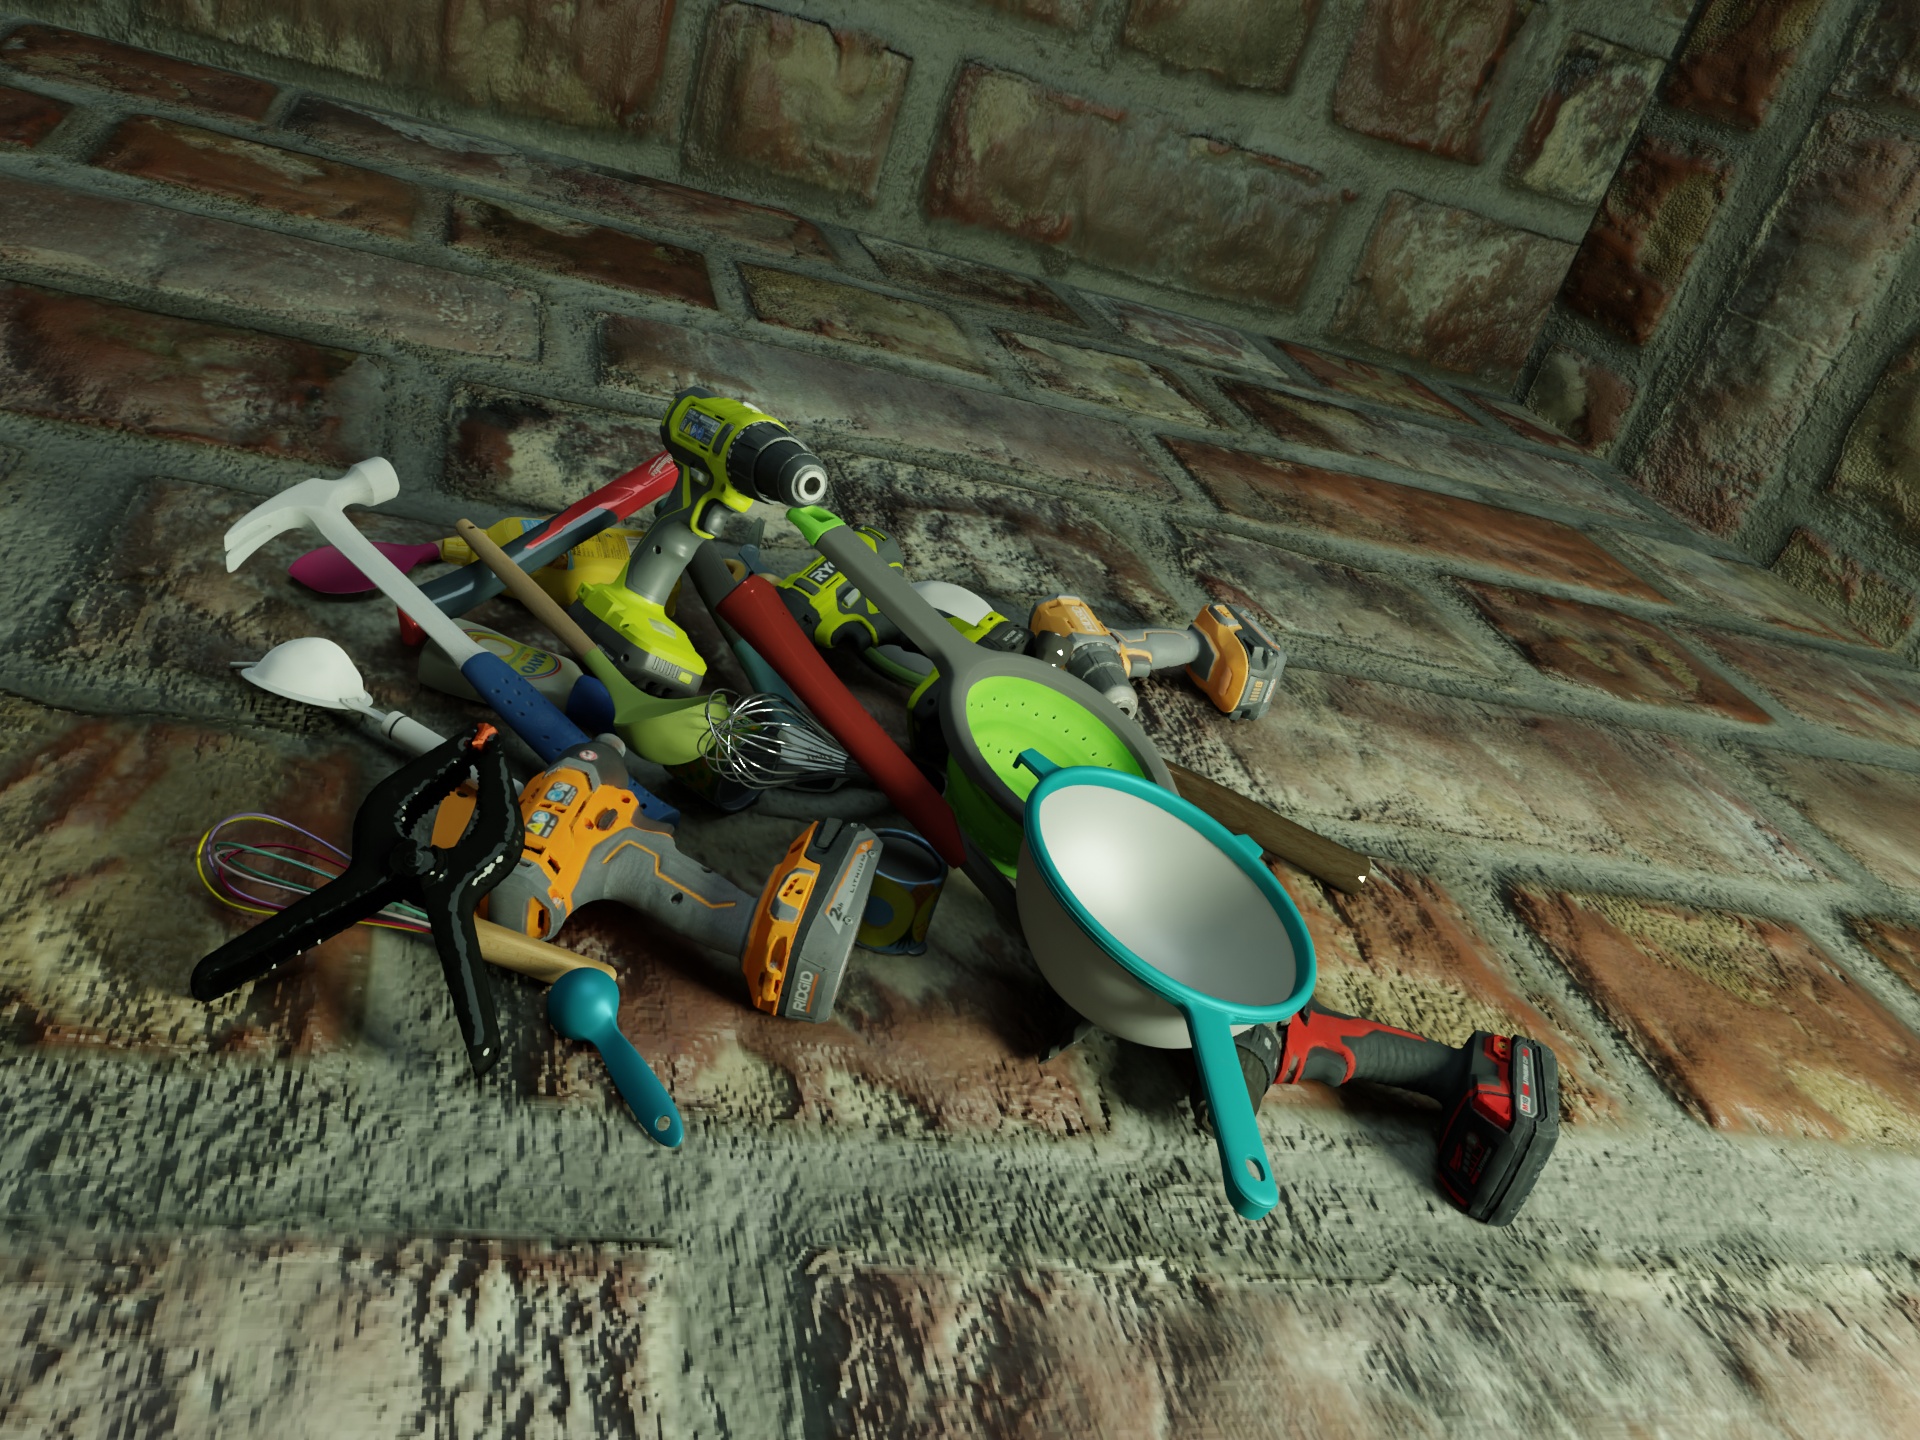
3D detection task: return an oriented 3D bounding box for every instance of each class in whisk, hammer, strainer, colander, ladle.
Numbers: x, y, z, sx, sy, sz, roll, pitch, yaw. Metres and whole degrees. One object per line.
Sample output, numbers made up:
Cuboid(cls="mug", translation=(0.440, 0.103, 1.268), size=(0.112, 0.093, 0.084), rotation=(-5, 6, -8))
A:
Cuboid(cls="whisk", translation=(-0.087, 0.029, 1.126), size=(0.070, 0.070, 0.284), rotation=(36, 9, 31))
Cuboid(cls="hammer", translation=(-0.289, -0.161, 1.297), size=(0.143, 0.038, 0.386), rotation=(31, 48, 20))
Cuboid(cls="strainer", translation=(0.014, -0.060, 1.419), size=(0.151, 0.069, 0.257), rotation=(-8, 36, -43))
Cuboid(cls="hammer", translation=(-0.353, -0.044, 1.120), size=(0.406, 0.035, 0.144), rotation=(40, 48, 19))
Cuboid(cls="whisk", translation=(-0.317, 0.115, 0.913), size=(0.245, 0.051, 0.047), rotation=(21, 50, -6))
Cuboid(cls="strainer", translation=(-0.387, -0.002, 1.076), size=(0.258, 0.050, 0.087), rotation=(28, 11, 14))
Cuboid(cls="strainer", translation=(0.117, 0.170, 0.949), size=(0.211, 0.095, 0.341), rotation=(22, 31, -21))
Cuboid(cls="hammer", translation=(-0.175, -0.069, 1.285), size=(0.128, 0.033, 0.331), rotation=(-2, 45, -35))
Cuboid(cls="colander", translation=(-0.002, -0.004, 1.195), size=(0.397, 0.094, 0.204), rotation=(44, 33, 10))
Cuboid(cls="ladle", translation=(-0.278, -0.070, 1.144), size=(0.078, 0.062, 0.320), rotation=(-20, 49, -40))
Cuboid(cls="hammer", translation=(0.183, 0.058, 1.290), size=(0.331, 0.130, 0.031), rotation=(27, -12, -6))
Cuboid(cls="hammer", translation=(-0.031, 0.055, 1.030), size=(0.359, 0.036, 0.149), rotation=(49, 26, -5))

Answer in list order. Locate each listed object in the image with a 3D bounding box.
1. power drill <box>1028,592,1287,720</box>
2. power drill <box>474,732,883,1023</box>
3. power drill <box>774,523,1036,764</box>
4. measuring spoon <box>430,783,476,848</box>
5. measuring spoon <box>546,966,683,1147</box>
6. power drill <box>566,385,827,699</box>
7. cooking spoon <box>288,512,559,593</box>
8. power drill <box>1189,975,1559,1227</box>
Cuboid(cls="power drill", translation=(0.193, -0.051, 1.515), size=(0.226, 0.084, 0.186), rotation=(3, 31, -20))
Cuboid(cls="power drill", translation=(-0.169, 0.087, 0.986), size=(0.226, 0.084, 0.164), rotation=(17, 39, 1))
Cuboid(cls="power drill", translation=(-0.060, -0.063, 1.339), size=(0.223, 0.080, 0.171), rotation=(32, 58, 27))
Cuboid(cls="measuring spoon", translation=(-0.327, 0.070, 1.019), size=(0.021, 0.011, 0.117), rotation=(14, 23, -13))
Cuboid(cls="measuring spoon", translation=(-0.188, 0.181, 0.866), size=(0.042, 0.021, 0.129), rotation=(-39, 56, -10))
Cuboid(cls="power drill", translation=(-0.199, -0.132, 1.207), size=(0.080, 0.228, 0.191), rotation=(26, 5, -43))
Cuboid(cls="cooking spoon", translation=(-0.429, -0.148, 1.355), size=(0.069, 0.017, 0.319), rotation=(30, 29, 20))
Cuboid(cls="power drill", translation=(0.257, 0.234, 1.017), size=(0.227, 0.080, 0.188), rotation=(21, 26, 11))
